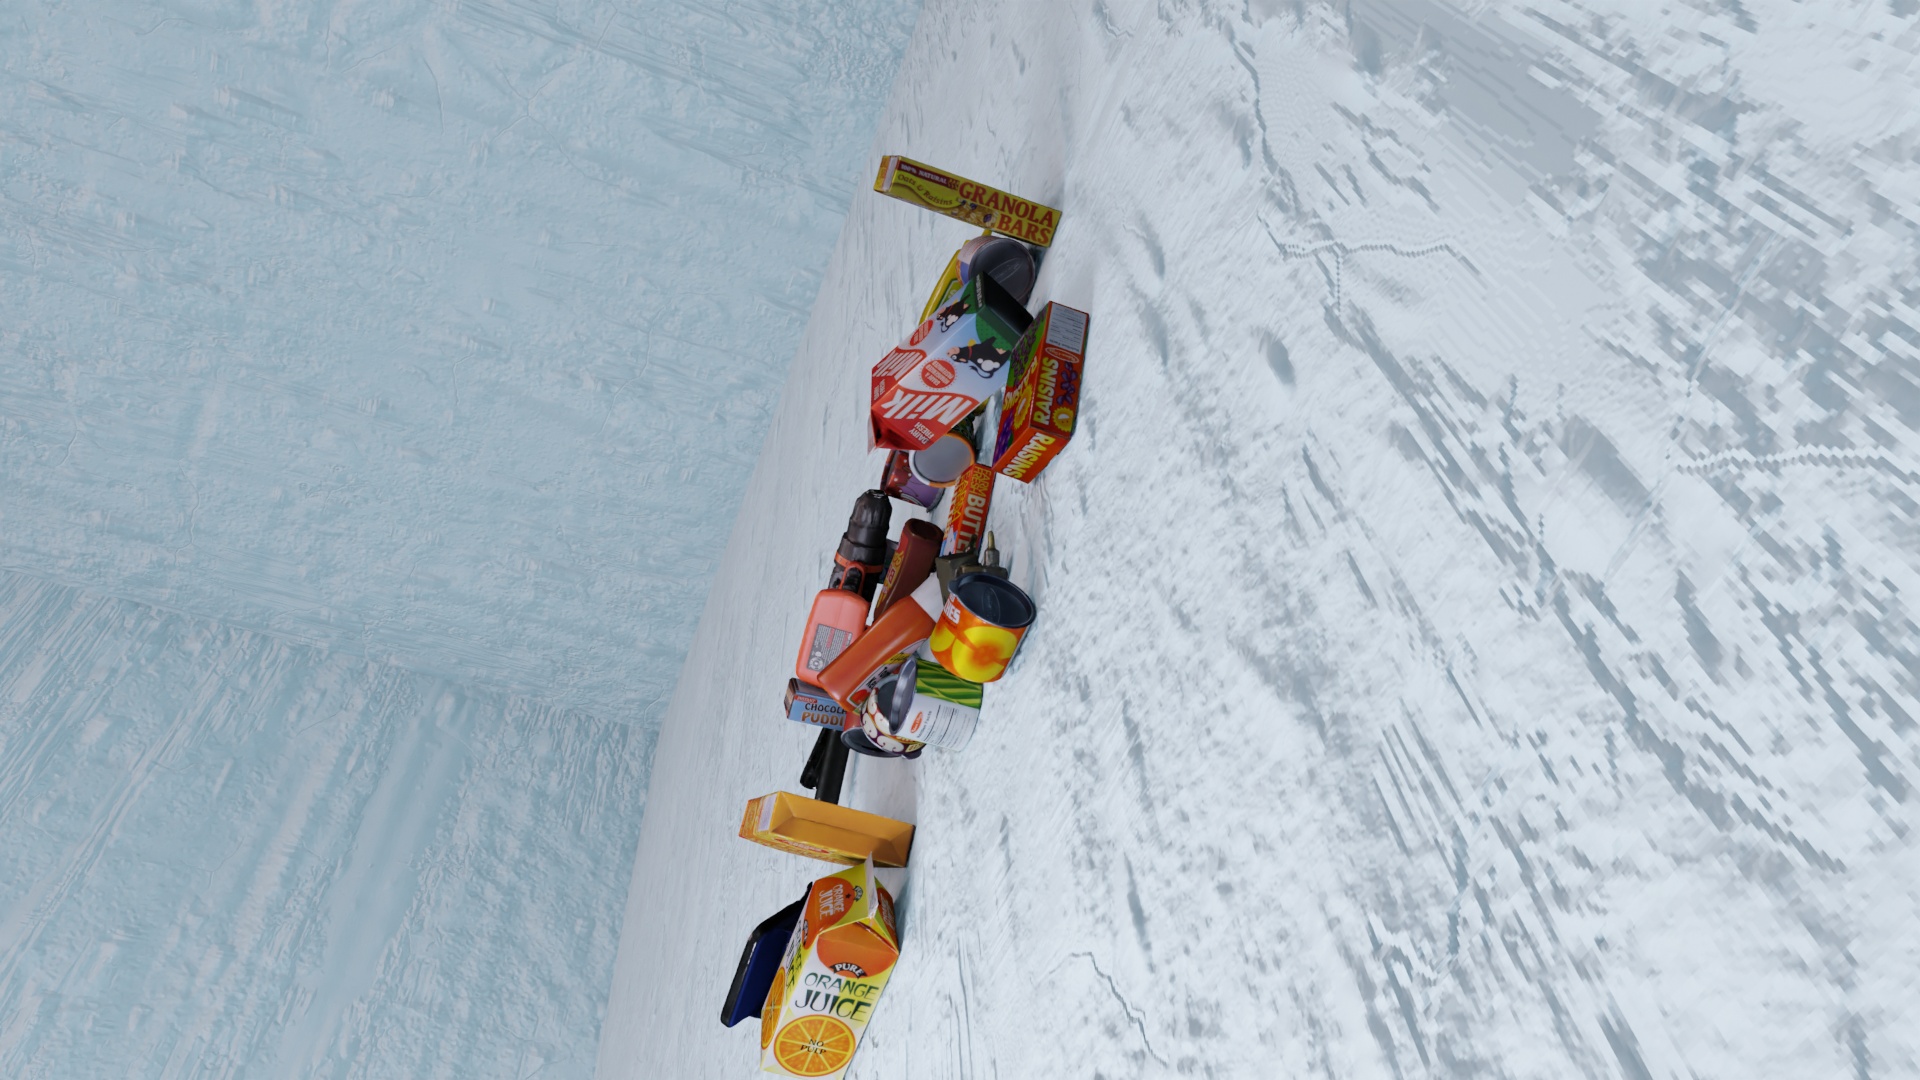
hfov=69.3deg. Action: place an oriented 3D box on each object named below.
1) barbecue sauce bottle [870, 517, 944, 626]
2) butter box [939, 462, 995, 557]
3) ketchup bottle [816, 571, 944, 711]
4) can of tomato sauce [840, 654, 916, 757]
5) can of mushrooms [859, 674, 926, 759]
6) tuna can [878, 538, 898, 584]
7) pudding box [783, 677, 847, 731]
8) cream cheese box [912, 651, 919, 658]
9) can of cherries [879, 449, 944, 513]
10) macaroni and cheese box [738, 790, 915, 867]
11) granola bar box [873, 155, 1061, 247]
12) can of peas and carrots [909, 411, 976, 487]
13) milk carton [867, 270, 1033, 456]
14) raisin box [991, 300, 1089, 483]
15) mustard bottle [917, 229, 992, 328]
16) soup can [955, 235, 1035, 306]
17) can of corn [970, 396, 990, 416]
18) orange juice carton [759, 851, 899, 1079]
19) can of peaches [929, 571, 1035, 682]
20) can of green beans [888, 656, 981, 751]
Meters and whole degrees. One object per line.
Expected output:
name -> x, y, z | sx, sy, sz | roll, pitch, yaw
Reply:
barbecue sauce bottle -> -0.059, 0.055, 1.398 | 0.065, 0.044, 0.148 | -98, 28, -71
butter box -> 0.005, -0.016, 1.278 | 0.053, 0.024, 0.104 | 143, 141, -68
ketchup bottle -> -0.060, 0.087, 1.237 | 0.149, 0.043, 0.064 | -43, -14, -5
can of tomato sauce -> -0.071, 0.149, 1.286 | 0.071, 0.071, 0.083 | 127, 156, -54
can of mushrooms -> -0.050, 0.153, 1.211 | 0.071, 0.071, 0.033 | -89, 22, -47
tuna can -> -0.090, 0.020, 1.519 | 0.071, 0.071, 0.032 | -111, 39, -67
pudding box -> -0.127, 0.161, 1.348 | 0.050, 0.084, 0.030 | -136, 61, -73
cream cheese box -> -0.071, 0.152, 1.369 | 0.053, 0.024, 0.103 | -134, 62, -74
can of cherries -> -0.049, -0.069, 1.472 | 0.071, 0.058, 0.071 | -161, 89, -76
macaroni and cheese box -> -0.124, 0.262, 1.245 | 0.166, 0.124, 0.040 | 143, 142, -68
granola bar box -> 0.003, -0.332, 1.358 | 0.124, 0.166, 0.039 | -123, 50, -71
can of peas and carrots -> -0.016, -0.095, 1.370 | 0.059, 0.071, 0.070 | -94, 25, -54
milk carton -> -0.022, -0.155, 1.299 | 0.190, 0.073, 0.073 | -38, 30, 24
raisin box -> 0.066, -0.121, 1.139 | 0.085, 0.040, 0.124 | 133, 151, -59
mustard bottle -> 0.004, -0.272, 1.499 | 0.049, 0.065, 0.160 | -147, 78, -80
soup can -> 0.035, -0.265, 1.372 | 0.084, 0.071, 0.071 | -123, 51, -73
can of corn -> -0.002, -0.161, 1.398 | 0.071, 0.058, 0.071 | -162, 89, -76
orange juice carton -> -0.105, 0.357, 1.166 | 0.072, 0.073, 0.192 | -105, 35, -65
can of peaches -> 0.014, 0.065, 1.055 | 0.071, 0.071, 0.057 | -95, 25, -56
can of green beans -> -0.021, 0.134, 1.133 | 0.071, 0.058, 0.071 | -162, 89, -76
